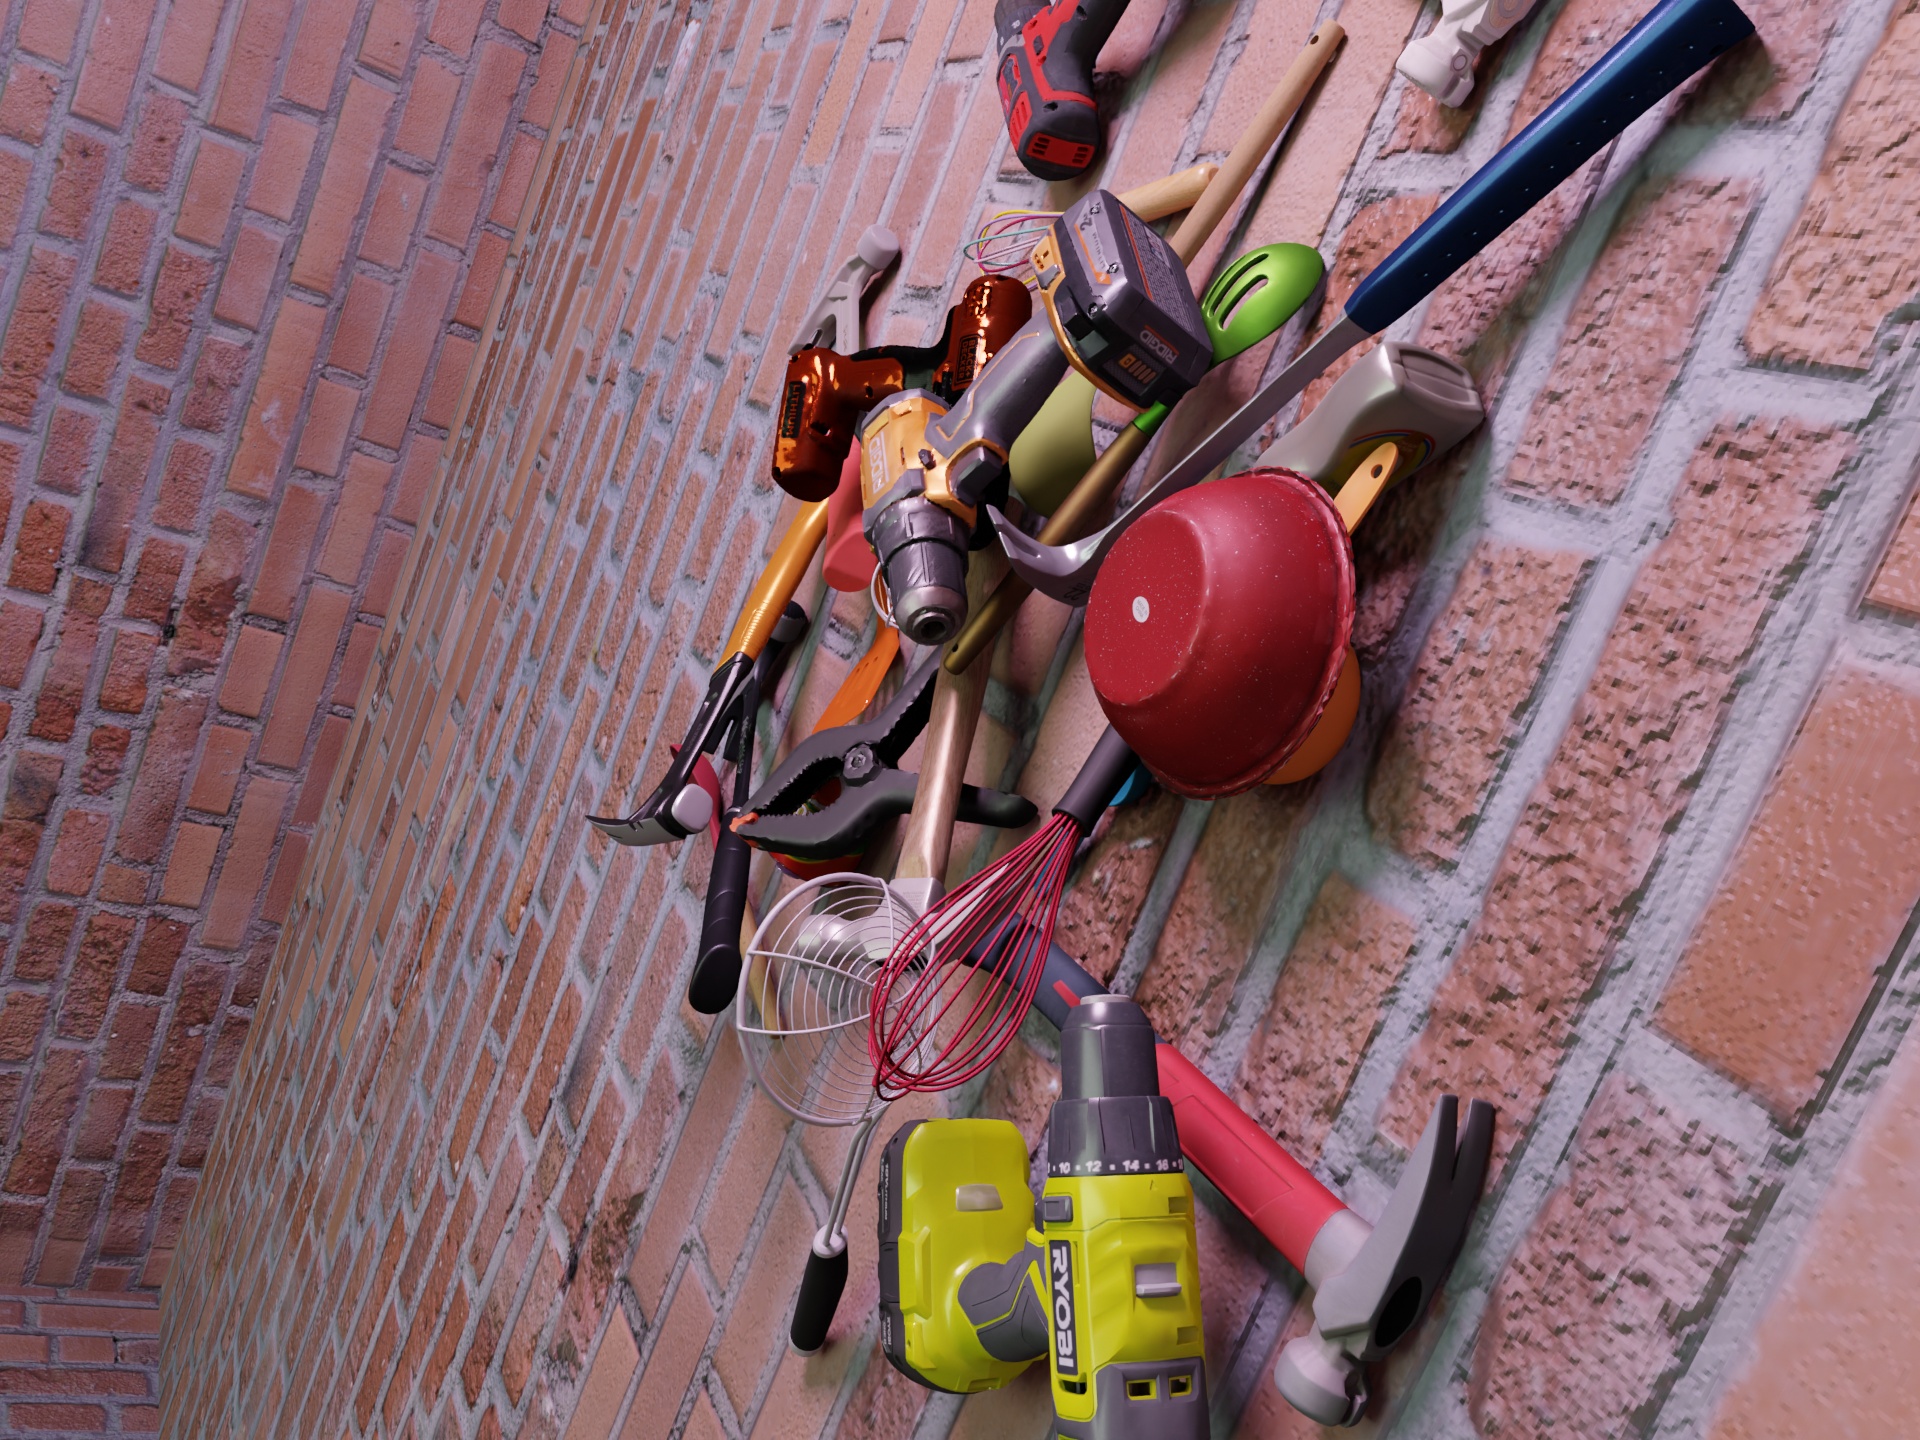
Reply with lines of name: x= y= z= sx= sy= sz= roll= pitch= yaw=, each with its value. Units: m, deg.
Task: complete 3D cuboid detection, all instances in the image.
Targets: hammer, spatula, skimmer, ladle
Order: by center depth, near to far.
hammer: x=0.177 y=-0.181 z=0.746 sx=0.405 sy=0.144 sz=0.035 roll=-41 pitch=58 yaw=33
hammer: x=0.095 y=0.156 z=0.782 sx=0.387 sy=0.038 sz=0.143 roll=36 pitch=106 yaw=58
hammer: x=0.214 y=-0.479 z=0.893 sx=0.146 sy=0.038 sz=0.411 roll=-56 pitch=35 yaw=25
skimmer: x=-0.083 y=0.240 z=0.898 sx=0.090 sy=0.127 sz=0.363 roll=40 pitch=136 yaw=27
ladle: x=0.129 y=-0.257 z=0.933 sx=0.320 sy=0.062 sz=0.078 roll=-55 pitch=37 yaw=17
hammer: x=-0.002 y=-0.003 z=0.961 sx=0.130 sy=0.031 sz=0.332 roll=-5 pitch=55 yaw=26
hammer: x=-0.164 y=0.064 z=1.156 sx=0.149 sy=0.036 sz=0.409 roll=-60 pitch=17 yaw=27
spatula: x=-0.062 y=-0.136 z=1.176 sx=0.081 sy=0.041 sz=0.323 roll=-28 pitch=52 yaw=52
hammer: x=-0.167 y=-0.052 z=1.200 sx=0.127 sy=0.034 sz=0.337 roll=-12 pitch=45 yaw=47
hammer: x=-0.093 y=-0.231 z=1.240 sx=0.149 sy=0.036 sz=0.359 roll=-47 pitch=33 yaw=39
ladle: x=-0.182 y=0.126 z=1.253 sx=0.316 sy=0.031 sz=0.069 roll=-117 pitch=8 yaw=-45

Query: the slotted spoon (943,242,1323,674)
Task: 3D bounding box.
slotted spoon: x=0.087 y=-0.144 z=0.900 sx=0.313 sy=0.031 sz=0.070 roll=-51 pitch=34 yaw=20

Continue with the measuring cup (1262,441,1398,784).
measuring cup: x=0.169 y=-0.047 z=0.747 sx=0.173 sy=0.052 sz=0.095 roll=-59 pitch=33 yaw=20

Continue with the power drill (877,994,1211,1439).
power drill: x=0.036 y=0.236 z=0.749 sx=0.228 sy=0.080 sz=0.191 roll=145 pitch=126 yaw=-61

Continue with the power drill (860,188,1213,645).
power drill: x=0.029 y=-0.159 z=0.877 sx=0.226 sy=0.084 sz=0.186 roll=-39 pitch=38 yaw=30

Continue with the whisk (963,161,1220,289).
whisk: x=0.080 y=-0.326 z=1.035 sx=0.245 sy=0.051 sz=0.047 roll=3 pitch=73 yaw=56

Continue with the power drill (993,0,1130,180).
power drill: x=0.081 y=-0.499 z=1.052 sx=0.226 sy=0.080 sz=0.188 roll=119 pitch=149 yaw=-48

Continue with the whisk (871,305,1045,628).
whisk: x=0.009 y=-0.168 z=1.071 sx=0.246 sy=0.058 sz=0.059 roll=-61 pitch=-3 yaw=13

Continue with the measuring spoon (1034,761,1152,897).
measuring spoon: x=0.075 y=0.057 z=0.889 sx=0.128 sy=0.021 sz=0.042 roll=-61 pitch=31 yaw=37

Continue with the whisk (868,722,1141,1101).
whisk: x=0.045 y=0.066 z=0.795 sx=0.296 sy=0.073 sz=0.073 roll=-53 pitch=24 yaw=-22
